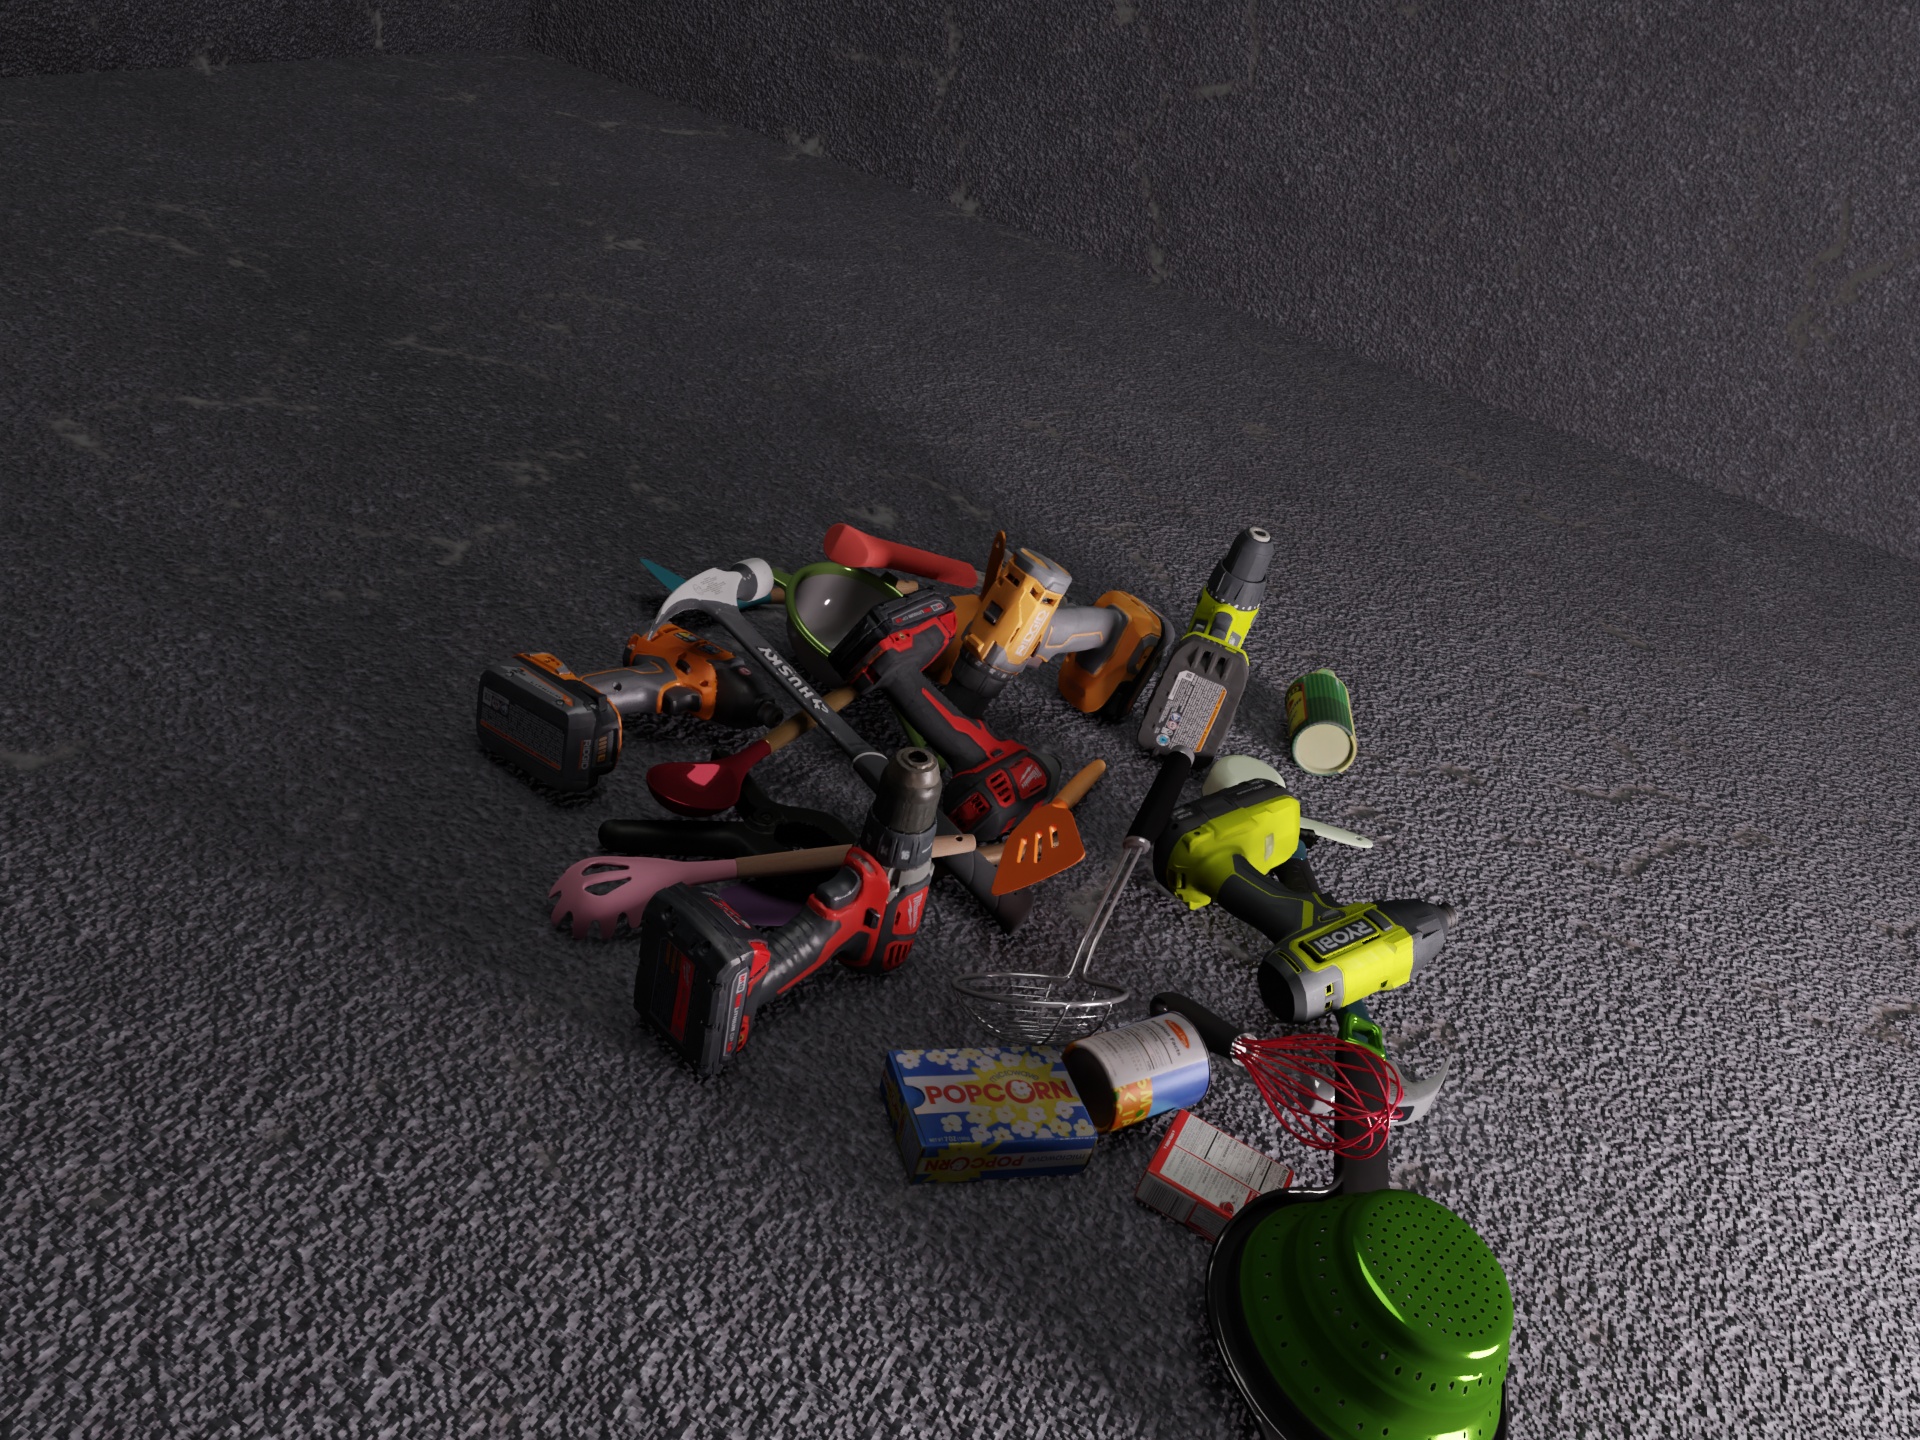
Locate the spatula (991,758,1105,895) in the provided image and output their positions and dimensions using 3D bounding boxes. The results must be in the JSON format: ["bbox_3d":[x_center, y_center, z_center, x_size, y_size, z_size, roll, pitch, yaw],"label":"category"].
[{"bbox_3d":[0.092,0.077,1.347,0.041,0.081,0.322,64,18,-2],"label":"spatula"}]

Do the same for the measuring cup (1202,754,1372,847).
[{"bbox_3d":[0.313,0.078,1.504,0.167,0.038,0.083,19,30,8],"label":"measuring cup"}]

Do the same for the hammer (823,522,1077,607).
[{"bbox_3d":[-0.015,-0.158,1.631,0.149,0.036,0.358,42,20,33],"label":"hammer"}]

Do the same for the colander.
[{"bbox_3d":[0.273,0.305,1.010,0.204,0.094,0.397,25,34,-3],"label":"colander"}]

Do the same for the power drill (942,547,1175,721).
[{"bbox_3d":[0.085,-0.057,1.524,0.226,0.185,0.084,12,24,-48],"label":"power drill"}]

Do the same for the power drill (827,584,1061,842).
[{"bbox_3d":[-0.002,-0.004,1.389,0.220,0.078,0.143,54,37,9],"label":"power drill"}]

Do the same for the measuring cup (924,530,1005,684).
[{"bbox_3d":[0.001,-0.109,1.529,0.052,0.173,0.095,-8,45,-27],"label":"measuring cup"}]

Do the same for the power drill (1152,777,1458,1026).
[{"bbox_3d":[0.274,0.141,1.288,0.171,0.080,0.223,-19,35,-21],"label":"power drill"}]

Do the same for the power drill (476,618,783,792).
[{"bbox_3d":[-0.265,-0.014,1.321,0.164,0.084,0.226,26,27,27],"label":"power drill"}]

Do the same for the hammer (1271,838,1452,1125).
[{"bbox_3d":[0.303,0.202,1.301,0.128,0.033,0.331,10,31,-10],"label":"hammer"}]

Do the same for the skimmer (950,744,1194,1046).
[{"bbox_3d":[0.110,0.115,1.226,0.127,0.090,0.363,3,39,29],"label":"skimmer"}]

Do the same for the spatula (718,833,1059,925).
[{"bbox_3d":[-0.043,0.123,1.273,0.315,0.018,0.060,-9,36,-35],"label":"spatula"}]

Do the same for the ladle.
[{"bbox_3d":[-0.148,0.011,1.316,0.069,0.031,0.315,30,34,17],"label":"ladle"}]

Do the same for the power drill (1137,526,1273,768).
[{"bbox_3d":[0.252,-0.074,1.584,0.080,0.190,0.229,23,35,5],"label":"power drill"}]

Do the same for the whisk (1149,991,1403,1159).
[{"bbox_3d":[0.203,0.228,1.079,0.073,0.073,0.296,4,2,-21],"label":"whisk"}]

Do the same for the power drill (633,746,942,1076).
[{"bbox_3d":[-0.103,0.123,1.082,0.080,0.187,0.226,37,40,29],"label":"power drill"}]

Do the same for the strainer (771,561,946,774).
[{"bbox_3d":[-0.085,-0.036,1.488,0.151,0.069,0.257,-3,52,-39],"label":"strainer"}]

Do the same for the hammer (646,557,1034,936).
[{"bbox_3d":[-0.090,0.021,1.299,0.409,0.036,0.149,45,36,15],"label":"hammer"}]

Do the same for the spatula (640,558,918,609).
[{"bbox_3d":[-0.171,-0.136,1.615,0.317,0.044,0.082,-8,34,-37],"label":"spatula"}]

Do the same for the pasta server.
[{"bbox_3d":[-0.140,0.110,1.170,0.316,0.040,0.060,-5,55,-20],"label":"pasta server"}]
